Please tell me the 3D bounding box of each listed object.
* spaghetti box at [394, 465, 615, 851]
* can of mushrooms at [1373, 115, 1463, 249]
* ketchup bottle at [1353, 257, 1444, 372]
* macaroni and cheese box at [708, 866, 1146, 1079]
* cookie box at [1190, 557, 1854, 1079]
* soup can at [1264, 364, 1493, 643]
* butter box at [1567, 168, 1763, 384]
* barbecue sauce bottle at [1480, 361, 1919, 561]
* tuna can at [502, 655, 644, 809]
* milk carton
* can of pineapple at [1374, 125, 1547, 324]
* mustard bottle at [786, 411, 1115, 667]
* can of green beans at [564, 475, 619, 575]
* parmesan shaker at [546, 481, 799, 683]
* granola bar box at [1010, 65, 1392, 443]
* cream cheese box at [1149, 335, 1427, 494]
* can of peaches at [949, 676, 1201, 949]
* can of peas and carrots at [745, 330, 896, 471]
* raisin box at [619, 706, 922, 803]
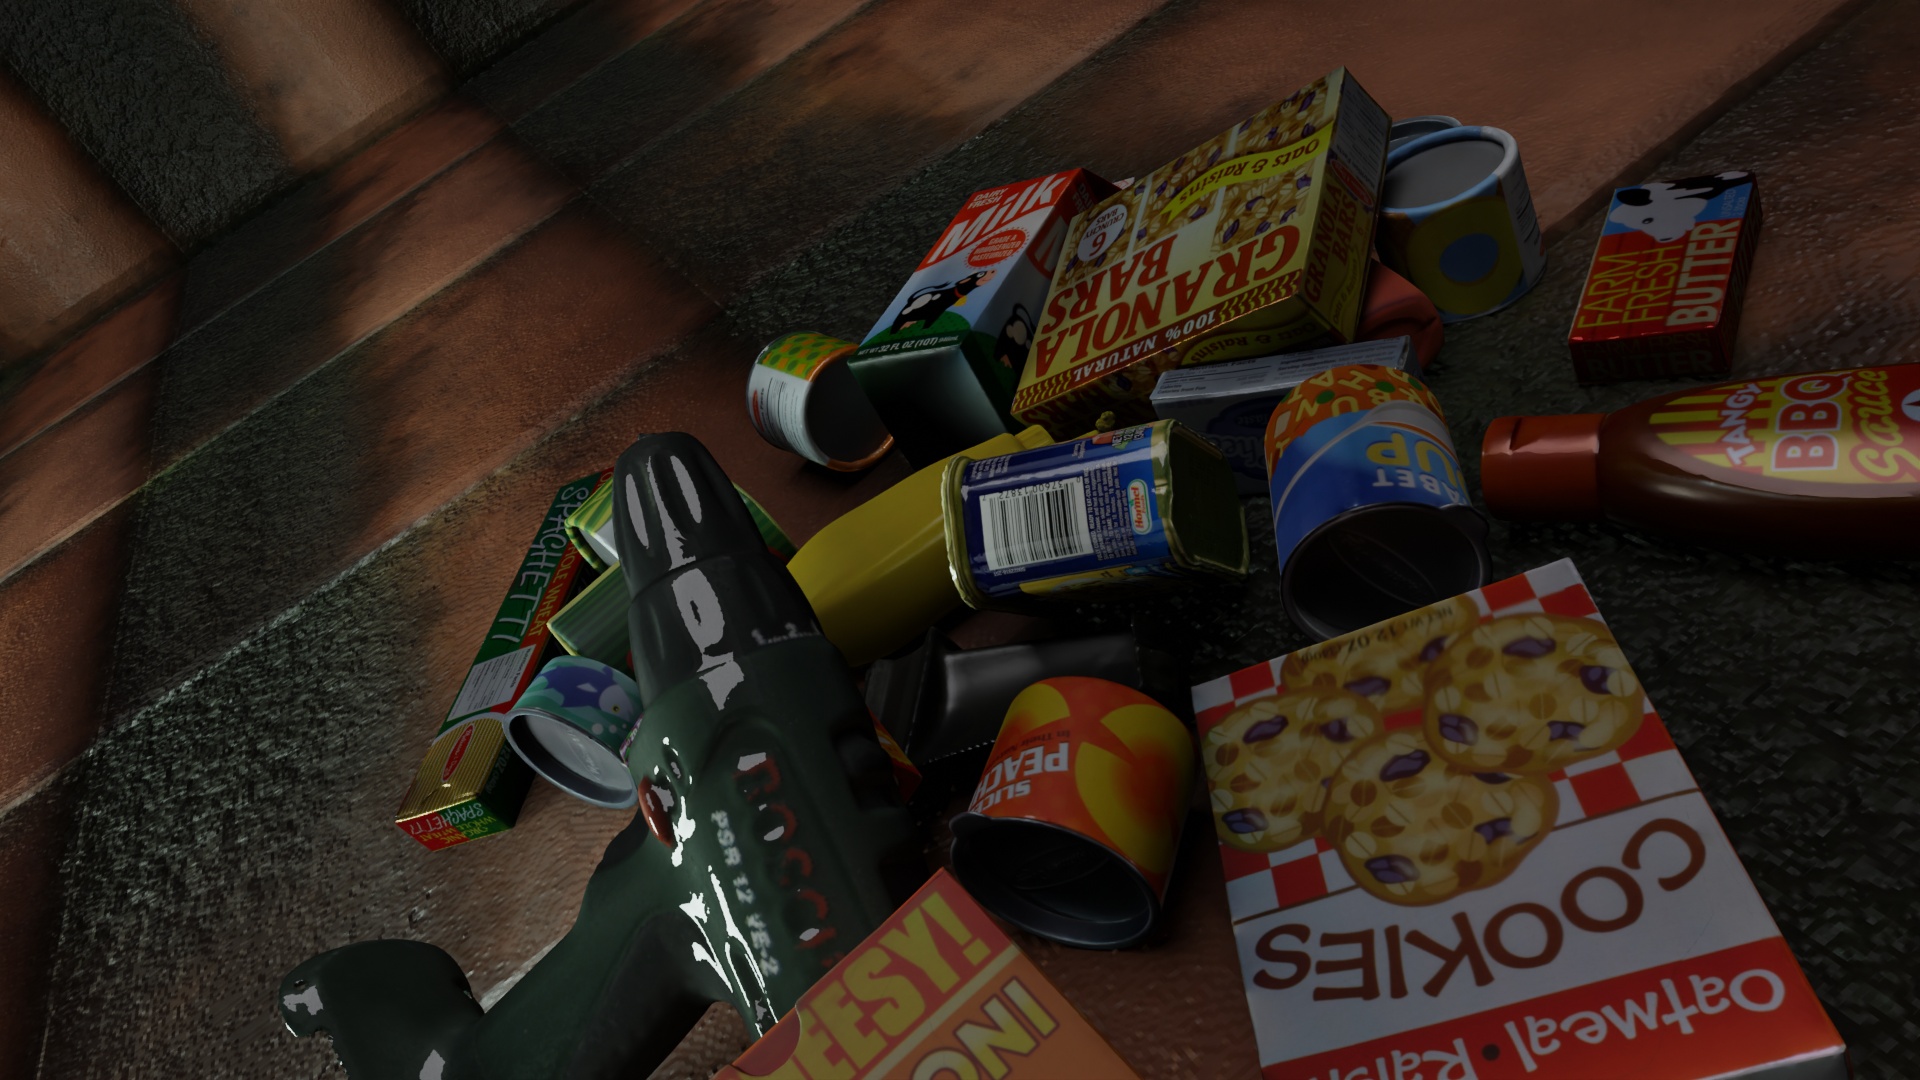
[{"bbox_3d":[-0.217,0.048,0.718,0.050,0.028,0.251,-18,36,20],"label":"spaghetti box"},{"bbox_3d":[0.211,-0.170,0.660,0.071,0.033,0.071,-21,34,15],"label":"can of mushrooms"},{"bbox_3d":[0.150,-0.108,0.618,0.064,0.043,0.149,-36,32,7],"label":"ketchup bottle"},{"bbox_3d":[0.007,0.175,0.309,0.124,0.040,0.167,-40,58,-14],"label":"macaroni and cheese box"},{"bbox_3d":[0.136,0.089,0.376,0.123,0.040,0.168,-21,34,15],"label":"cookie box"},{"bbox_3d":[0.143,-0.013,0.478,0.071,0.071,0.084,-18,35,20],"label":"soup can"},{"bbox_3d":[0.271,-0.101,0.532,0.053,0.024,0.104,-1,43,39],"label":"butter box"},{"bbox_3d":[0.243,-0.024,0.435,0.148,0.043,0.065,0,46,39],"label":"barbecue sauce bottle"},{"bbox_3d":[-0.156,0.082,0.593,0.071,0.071,0.033,-4,42,36],"label":"tuna can"},{"bbox_3d":[0.028,-0.127,0.712,0.072,0.073,0.191,-4,42,37],"label":"milk carton"},{"bbox_3d":[0.208,-0.134,0.594,0.071,0.057,0.071,-21,35,16],"label":"can of pineapple"},{"bbox_3d":[0.002,-0.008,0.599,0.160,0.048,0.065,-32,32,-2],"label":"mustard bottle"},{"bbox_3d":[-0.158,-0.006,0.708,0.071,0.071,0.058,16,56,48],"label":"can of green beans"},{"bbox_3d":[-0.129,0.029,0.644,0.103,0.071,0.071,-44,35,-17],"label":"parmesan shaker"},{"bbox_3d":[0.103,-0.117,0.610,0.165,0.039,0.125,-18,46,49],"label":"granola bar box"},{"bbox_3d":[0.131,-0.046,0.544,0.103,0.053,0.024,-4,41,35],"label":"cream cheese box"},{"bbox_3d":[0.036,0.083,0.434,0.071,0.071,0.058,-7,39,33],"label":"can of peaches"},{"bbox_3d":[-0.068,-0.074,0.728,0.071,0.070,0.059,-44,36,-18],"label":"can of peas and carrots"},{"bbox_3d":[-0.075,0.082,0.517,0.086,0.040,0.124,-55,38,7],"label":"raisin box"}]
